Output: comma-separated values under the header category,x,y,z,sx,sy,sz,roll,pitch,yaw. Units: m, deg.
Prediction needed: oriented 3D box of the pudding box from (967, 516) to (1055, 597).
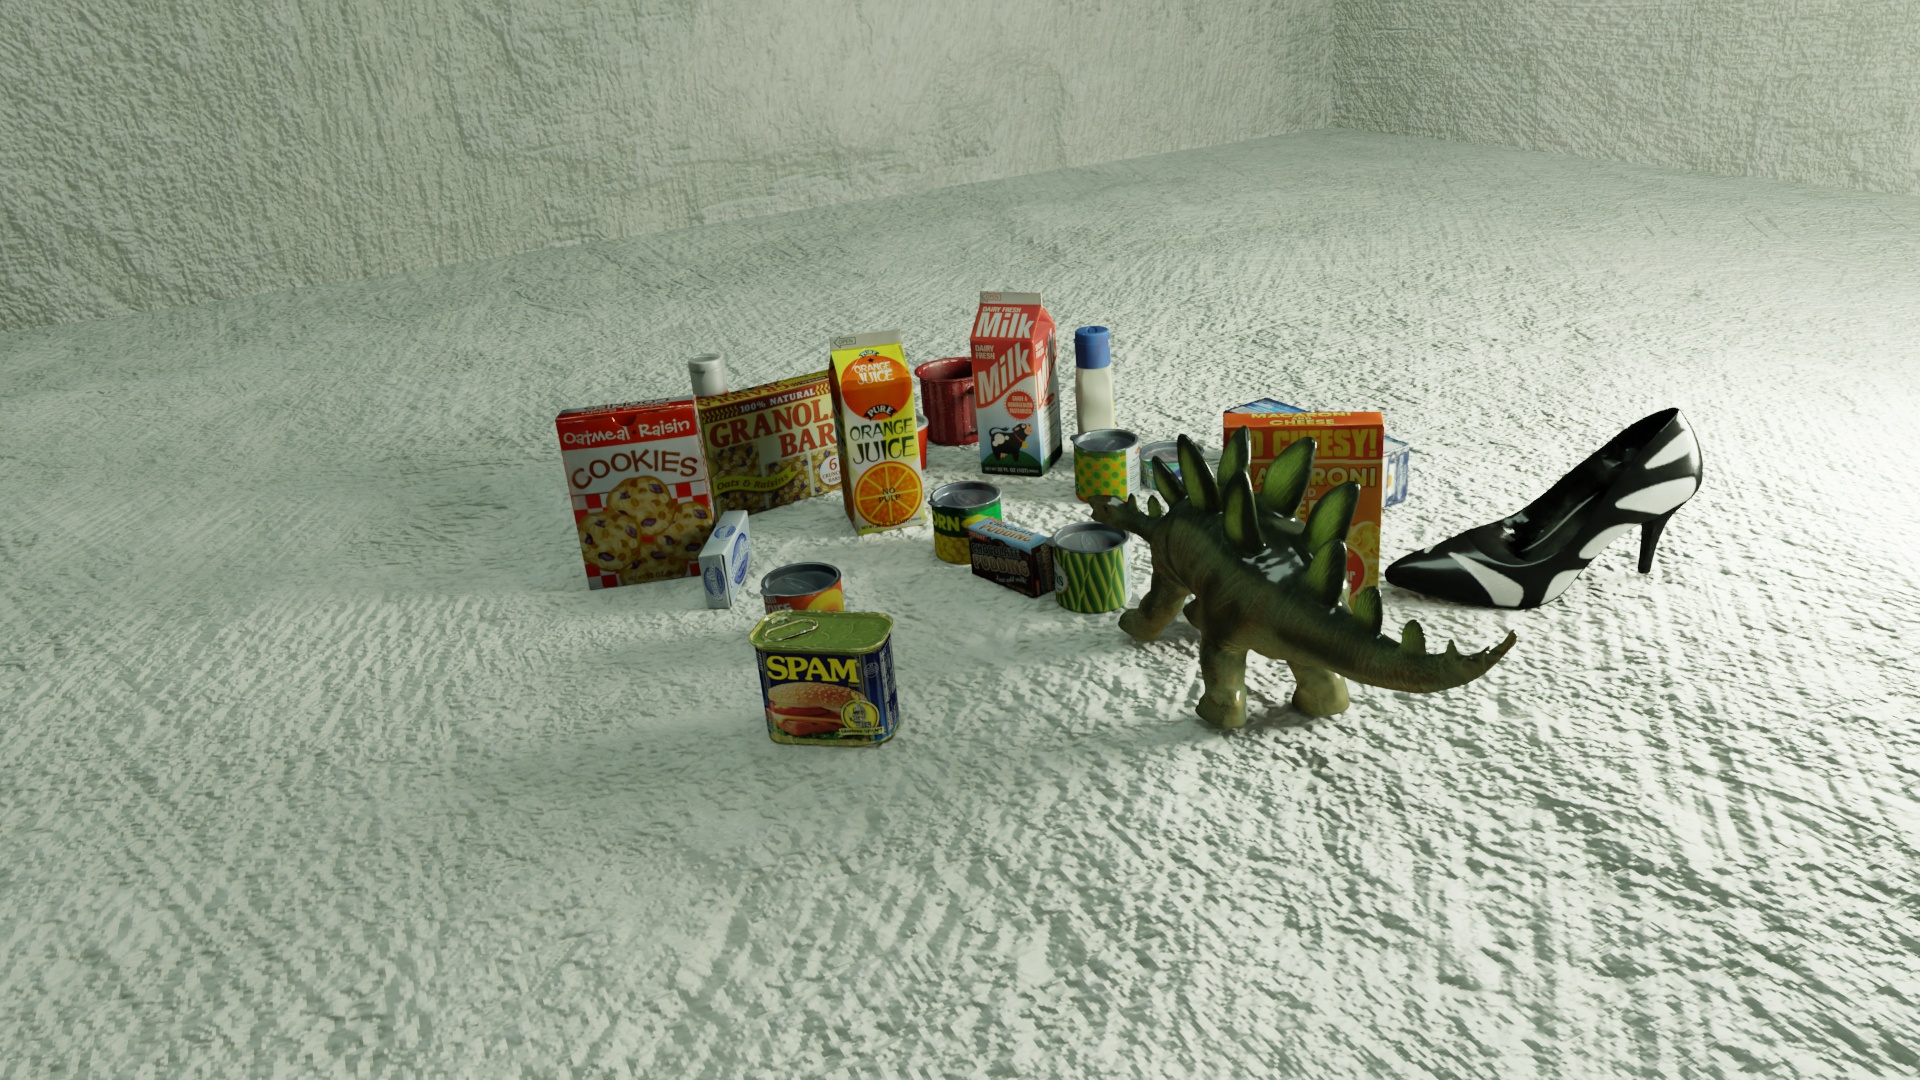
category,x,y,z,sx,sy,sz,roll,pitch,yaw
pudding box,0.045,0.014,1.225,0.030,0.049,0.084,-23,29,-36

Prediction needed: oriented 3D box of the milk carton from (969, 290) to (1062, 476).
category,x,y,z,sx,sy,sz,roll,pitch,yaw
milk carton,0.059,-0.170,1.470,0.072,0.189,0.074,5,25,22

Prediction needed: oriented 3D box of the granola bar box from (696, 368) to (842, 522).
category,x,y,z,sx,sy,sz,roll,pitch,yaw
granola bar box,-0.191,-0.100,1.440,0.166,0.123,0.039,-18,26,-28

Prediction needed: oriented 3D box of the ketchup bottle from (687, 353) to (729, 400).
category,x,y,z,sx,sy,sz,roll,pitch,yaw
ketchup bottle,-0.260,-0.123,1.477,0.065,0.148,0.044,6,25,24

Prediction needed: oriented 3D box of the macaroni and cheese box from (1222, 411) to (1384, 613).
category,x,y,z,sx,sy,sz,roll,pitch,yaw
macaroni and cheese box,0.272,-0.020,1.113,0.124,0.165,0.040,0,23,11

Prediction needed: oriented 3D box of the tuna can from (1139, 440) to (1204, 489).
category,x,y,z,sx,sy,sz,roll,pitch,yaw
tuna can,0.215,-0.076,1.422,0.071,0.032,0.071,-4,23,2

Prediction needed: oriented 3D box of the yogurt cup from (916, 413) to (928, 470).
category,x,y,z,sx,sy,sz,roll,pitch,yaw
yogurt cup,-0.067,-0.104,1.514,0.072,0.053,0.073,-4,23,2

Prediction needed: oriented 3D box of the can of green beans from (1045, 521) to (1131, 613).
category,x,y,z,sx,sy,sz,roll,pitch,yaw
can of green beans,0.112,0.022,1.182,0.071,0.057,0.071,-4,23,2

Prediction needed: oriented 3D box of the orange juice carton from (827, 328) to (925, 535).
category,x,y,z,sx,sy,sz,roll,pitch,yaw
orange juice carton,-0.083,-0.110,1.357,0.072,0.191,0.073,-10,23,-12

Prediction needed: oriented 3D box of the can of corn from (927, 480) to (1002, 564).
category,x,y,z,sx,sy,sz,roll,pitch,yaw
can of corn,0.005,-0.016,1.291,0.071,0.058,0.071,-4,23,2

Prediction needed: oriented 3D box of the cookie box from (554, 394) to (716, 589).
category,x,y,z,sx,sy,sz,roll,pitch,yaw
cookie box,-0.293,-0.044,1.276,0.123,0.166,0.040,-8,23,-6

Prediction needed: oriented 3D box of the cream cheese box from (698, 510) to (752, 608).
category,x,y,z,sx,sy,sz,roll,pitch,yaw
cream cheese box,-0.212,0.016,1.264,0.024,0.053,0.104,-3,23,5

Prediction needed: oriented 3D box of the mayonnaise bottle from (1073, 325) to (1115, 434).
category,x,y,z,sx,sy,sz,roll,pitch,yaw
mayonnaise bottle,0.142,-0.150,1.461,0.041,0.147,0.065,-4,23,1

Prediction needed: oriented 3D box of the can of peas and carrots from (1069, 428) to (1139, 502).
category,x,y,z,sx,sy,sz,roll,pitch,yaw
can of peas and carrots,0.145,-0.075,1.399,0.071,0.058,0.071,-4,23,2

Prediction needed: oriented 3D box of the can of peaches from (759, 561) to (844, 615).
category,x,y,z,sx,sy,sz,roll,pitch,yaw
can of peaches,-0.130,0.058,1.147,0.071,0.057,0.071,-4,23,2
